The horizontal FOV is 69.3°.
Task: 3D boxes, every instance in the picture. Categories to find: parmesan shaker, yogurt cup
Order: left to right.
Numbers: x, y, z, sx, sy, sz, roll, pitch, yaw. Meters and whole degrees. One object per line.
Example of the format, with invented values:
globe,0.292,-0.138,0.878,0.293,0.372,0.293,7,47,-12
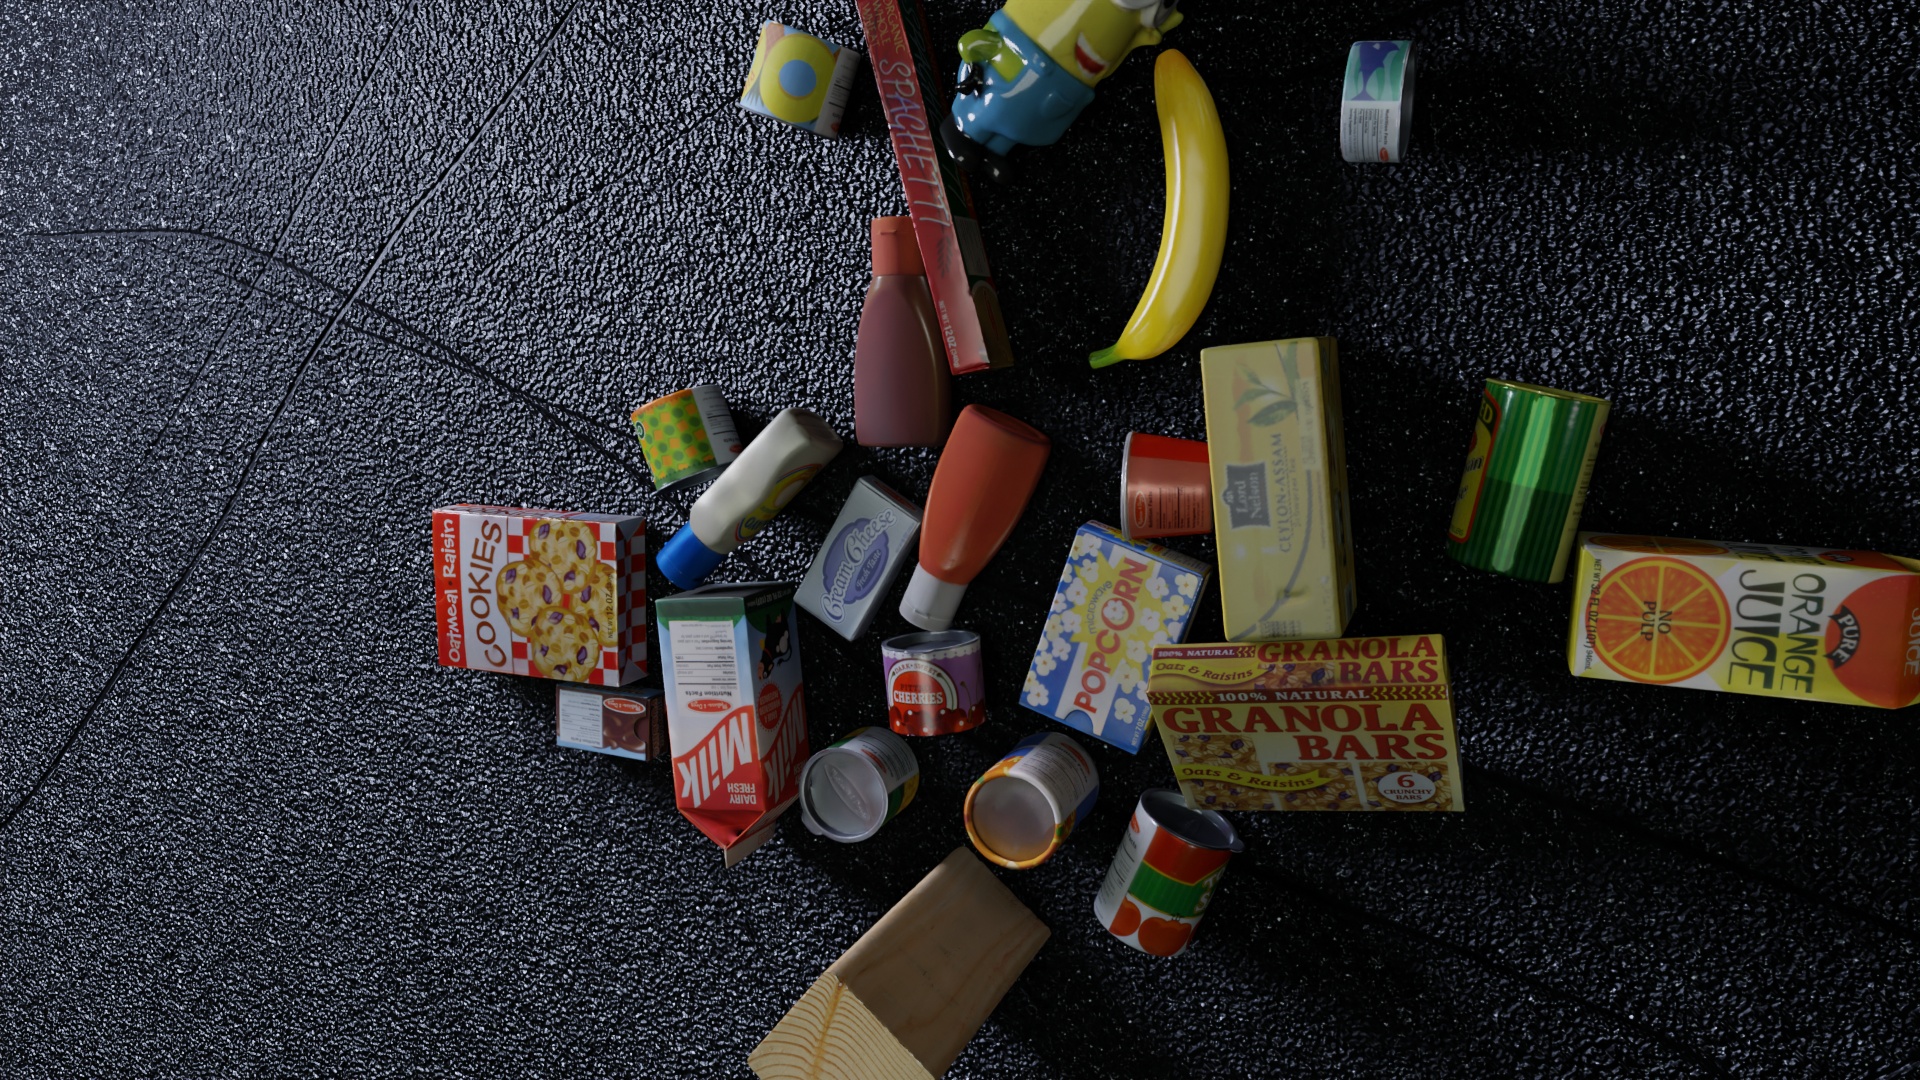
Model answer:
yogurt cup,0.128,-0.033,0.851,0.054,0.072,0.072,2,99,13
parmesan shaker,0.314,-0.034,0.772,0.071,0.071,0.102,15,103,19

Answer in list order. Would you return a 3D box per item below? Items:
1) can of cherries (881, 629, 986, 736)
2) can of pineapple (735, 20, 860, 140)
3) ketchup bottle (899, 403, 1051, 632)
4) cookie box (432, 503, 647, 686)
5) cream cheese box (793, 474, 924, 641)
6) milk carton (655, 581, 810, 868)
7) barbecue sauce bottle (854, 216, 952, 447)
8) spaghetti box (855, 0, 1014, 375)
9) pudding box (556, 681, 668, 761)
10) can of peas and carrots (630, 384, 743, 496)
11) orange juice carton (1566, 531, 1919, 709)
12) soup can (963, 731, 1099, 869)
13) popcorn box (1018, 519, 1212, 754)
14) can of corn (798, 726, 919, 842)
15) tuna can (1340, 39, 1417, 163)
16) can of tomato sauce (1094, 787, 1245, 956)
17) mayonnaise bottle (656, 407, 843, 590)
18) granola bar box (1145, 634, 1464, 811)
can of cherries,-0.018,0.094,0.920,0.071,0.072,0.058,-2,97,22
can of pineapple,-0.106,-0.299,0.901,0.071,0.071,0.057,25,105,16
ketchup bottle,0.003,-0.011,0.912,0.065,0.044,0.148,26,107,8
cookie box,-0.319,0.039,1.047,0.167,0.040,0.122,4,99,21
cream cheese box,-0.068,0.013,0.954,0.053,0.024,0.103,35,108,14
milk carton,-0.156,0.128,0.980,0.073,0.072,0.190,-3,96,22
barbecue sauce bottle,-0.039,-0.136,0.911,0.065,0.044,0.148,2,98,21
spaghetti box,-0.015,-0.228,0.886,0.028,0.050,0.250,-14,92,22
pudding box,-0.262,0.134,1.044,0.084,0.030,0.049,5,98,21
can of peas and carrots,-0.191,-0.070,0.967,0.071,0.071,0.058,-20,89,23
orange juice carton,0.429,0.041,0.737,0.193,0.073,0.071,5,99,20
soup can,0.045,0.169,0.900,0.071,0.084,0.071,3,100,21
popcorn box,0.099,0.060,0.888,0.085,0.038,0.126,22,105,16
can of corn,-0.071,0.168,0.958,0.071,0.058,0.071,3,99,21
tuna can,0.235,-0.247,0.778,0.033,0.071,0.071,7,100,21
can of tomato sauce,0.132,0.211,0.882,0.071,0.071,0.082,26,107,16
mayonnaise bottle,-0.147,-0.027,0.951,0.147,0.065,0.041,-45,76,15
granola bar box,0.205,0.110,0.818,0.165,0.039,0.123,-4,135,22
